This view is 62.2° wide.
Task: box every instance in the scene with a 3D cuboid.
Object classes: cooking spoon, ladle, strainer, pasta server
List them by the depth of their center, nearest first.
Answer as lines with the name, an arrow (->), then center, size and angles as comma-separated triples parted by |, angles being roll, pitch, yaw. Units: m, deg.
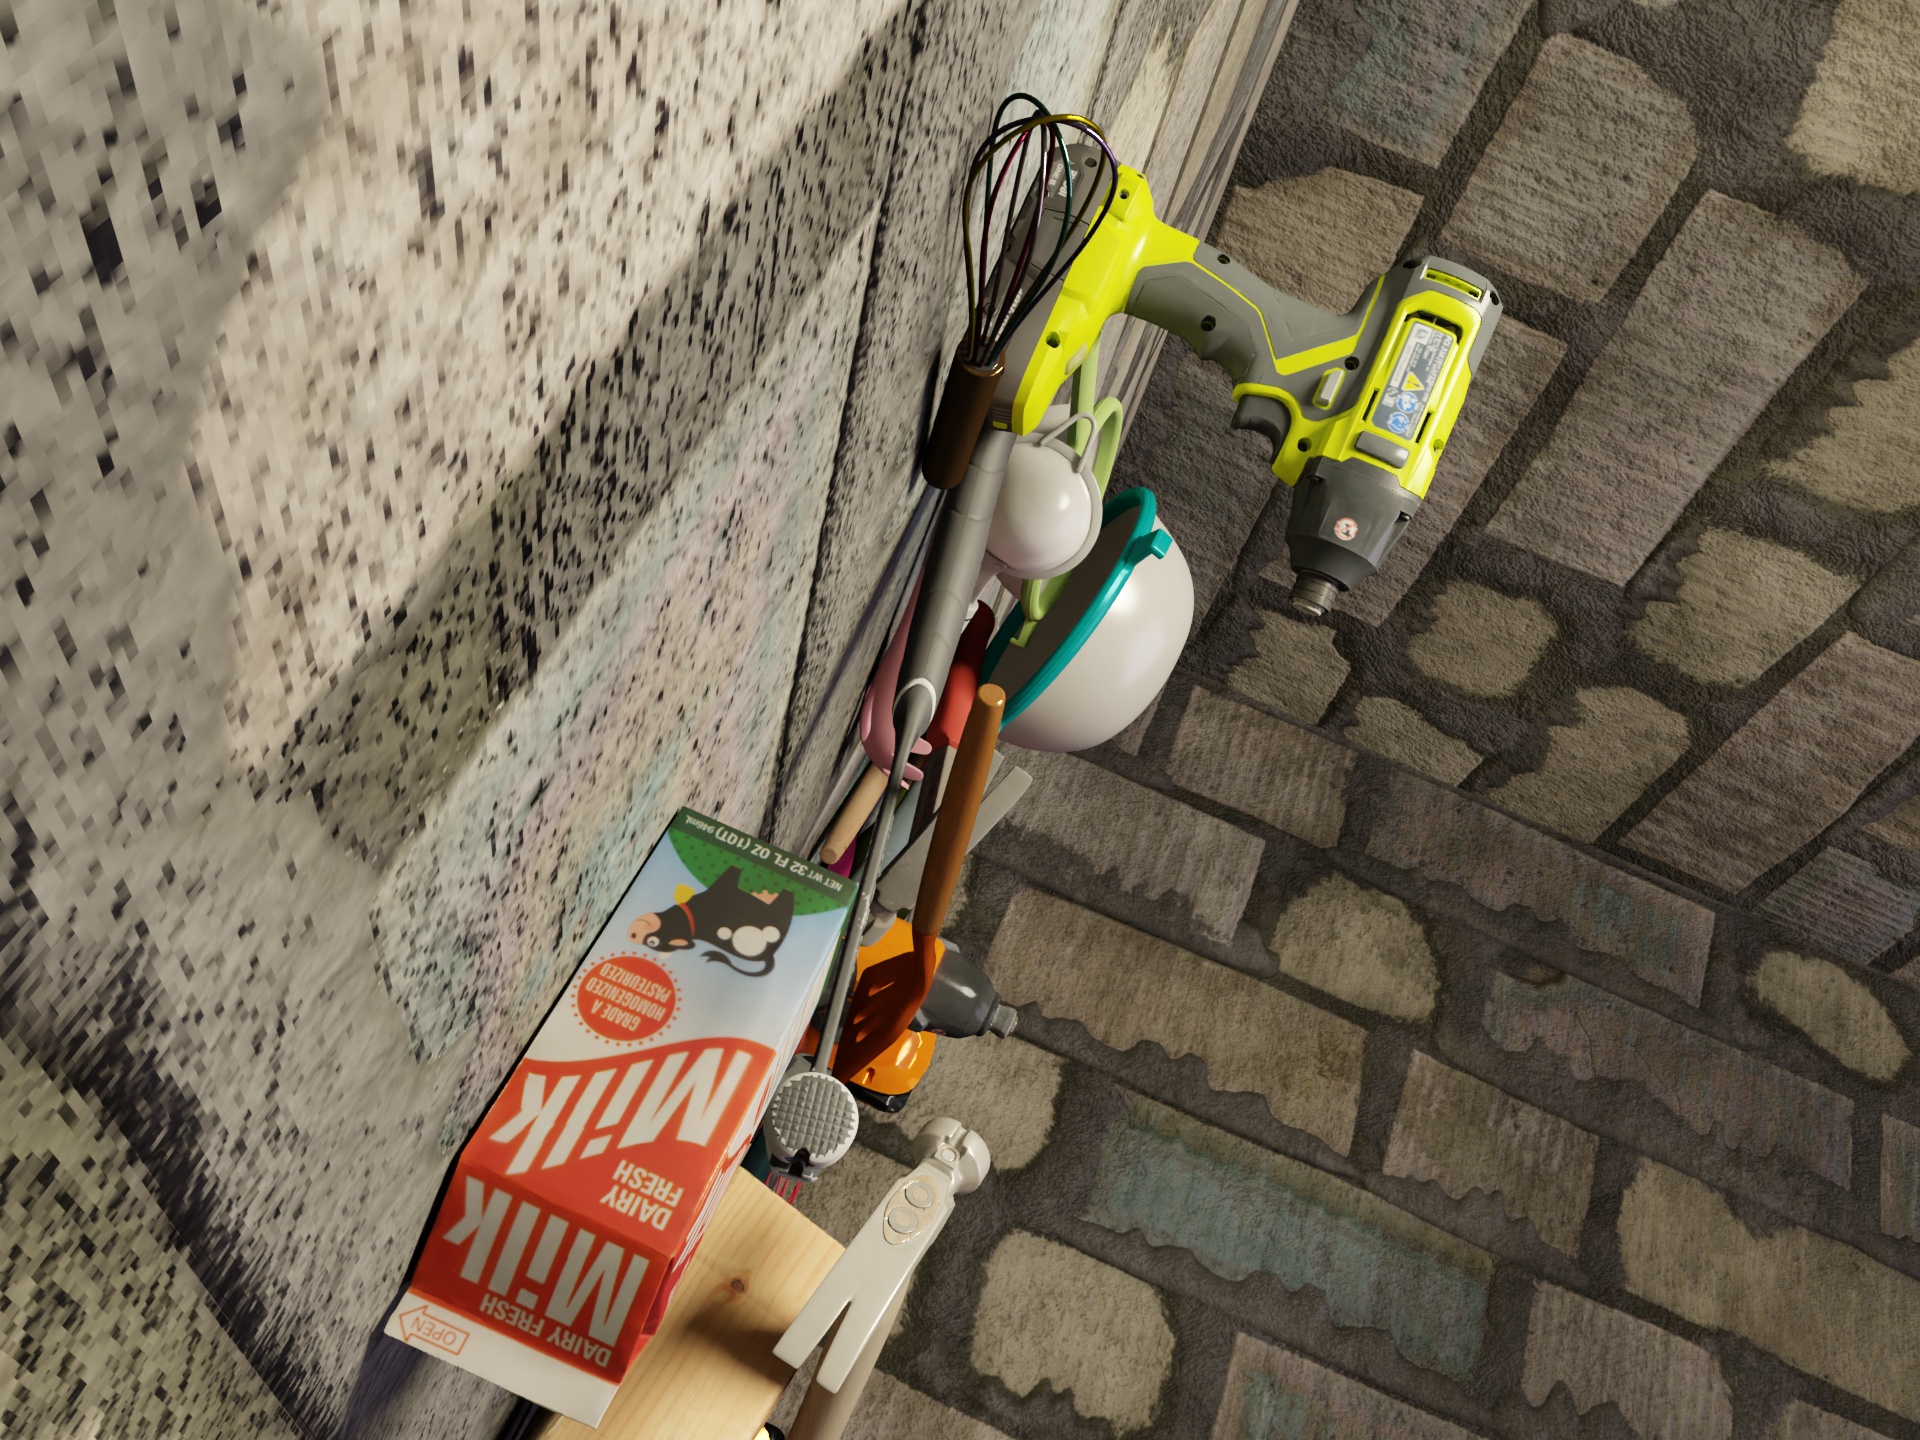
pasta server -> 0.002, -0.107, 0.884 | 0.060, 0.040, 0.316 | -117, -135, -62
strainer -> 0.005, -0.073, 0.944 | 0.258, 0.087, 0.050 | -56, 175, 34
strainer -> 0.047, -0.170, 0.980 | 0.256, 0.069, 0.151 | 90, 24, -61
strainer -> 0.096, -0.072, 1.166 | 0.211, 0.095, 0.340 | -51, -169, 14
cooking spoon -> -0.106, 0.164, 1.225 | 0.069, 0.017, 0.318 | -61, 174, -31
ladle -> -0.028, 0.045, 1.325 | 0.320, 0.062, 0.078 | -66, 174, -51

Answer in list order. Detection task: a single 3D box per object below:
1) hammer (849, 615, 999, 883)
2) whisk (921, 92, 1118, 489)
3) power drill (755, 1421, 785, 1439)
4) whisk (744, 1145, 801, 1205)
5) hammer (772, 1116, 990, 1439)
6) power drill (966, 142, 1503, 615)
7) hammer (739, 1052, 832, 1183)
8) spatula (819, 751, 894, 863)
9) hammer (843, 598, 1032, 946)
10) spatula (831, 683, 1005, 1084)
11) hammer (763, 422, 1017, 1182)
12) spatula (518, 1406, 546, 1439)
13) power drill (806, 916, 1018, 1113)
hammer -> -0.024, 0.038, 1.135 | 0.386, 0.038, 0.143 | -58, 154, -68
whisk -> 0.009, -0.163, 0.652 | 0.047, 0.051, 0.245 | -42, 171, -23
power drill -> -0.162, 0.461, 0.968 | 0.226, 0.084, 0.185 | 90, 22, -70
whisk -> -0.129, 0.289, 1.288 | 0.073, 0.073, 0.296 | -24, 137, -85
hammer -> -0.082, 0.381, 0.831 | 0.146, 0.038, 0.410 | -46, 160, -50
power drill -> 0.121, -0.163, 0.754 | 0.080, 0.223, 0.171 | 66, 48, -85
hammer -> -0.177, 0.366, 1.070 | 0.331, 0.033, 0.128 | -60, 160, 7
spatula -> -0.050, 0.023, 1.136 | 0.316, 0.018, 0.059 | -62, 170, -64
hammer -> -0.002, -0.003, 1.029 | 0.149, 0.036, 0.359 | -48, -167, 24
spatula -> -0.022, 0.086, 0.792 | 0.322, 0.041, 0.081 | 105, 0, -50
hammer -> -0.026, 0.014, 0.751 | 0.149, 0.036, 0.409 | 114, -8, -66
spatula -> -0.186, 0.301, 0.905 | 0.318, 0.044, 0.082 | -58, 174, -34
power drill -> -0.053, 0.205, 1.126 | 0.226, 0.164, 0.084 | 112, 4, -60
